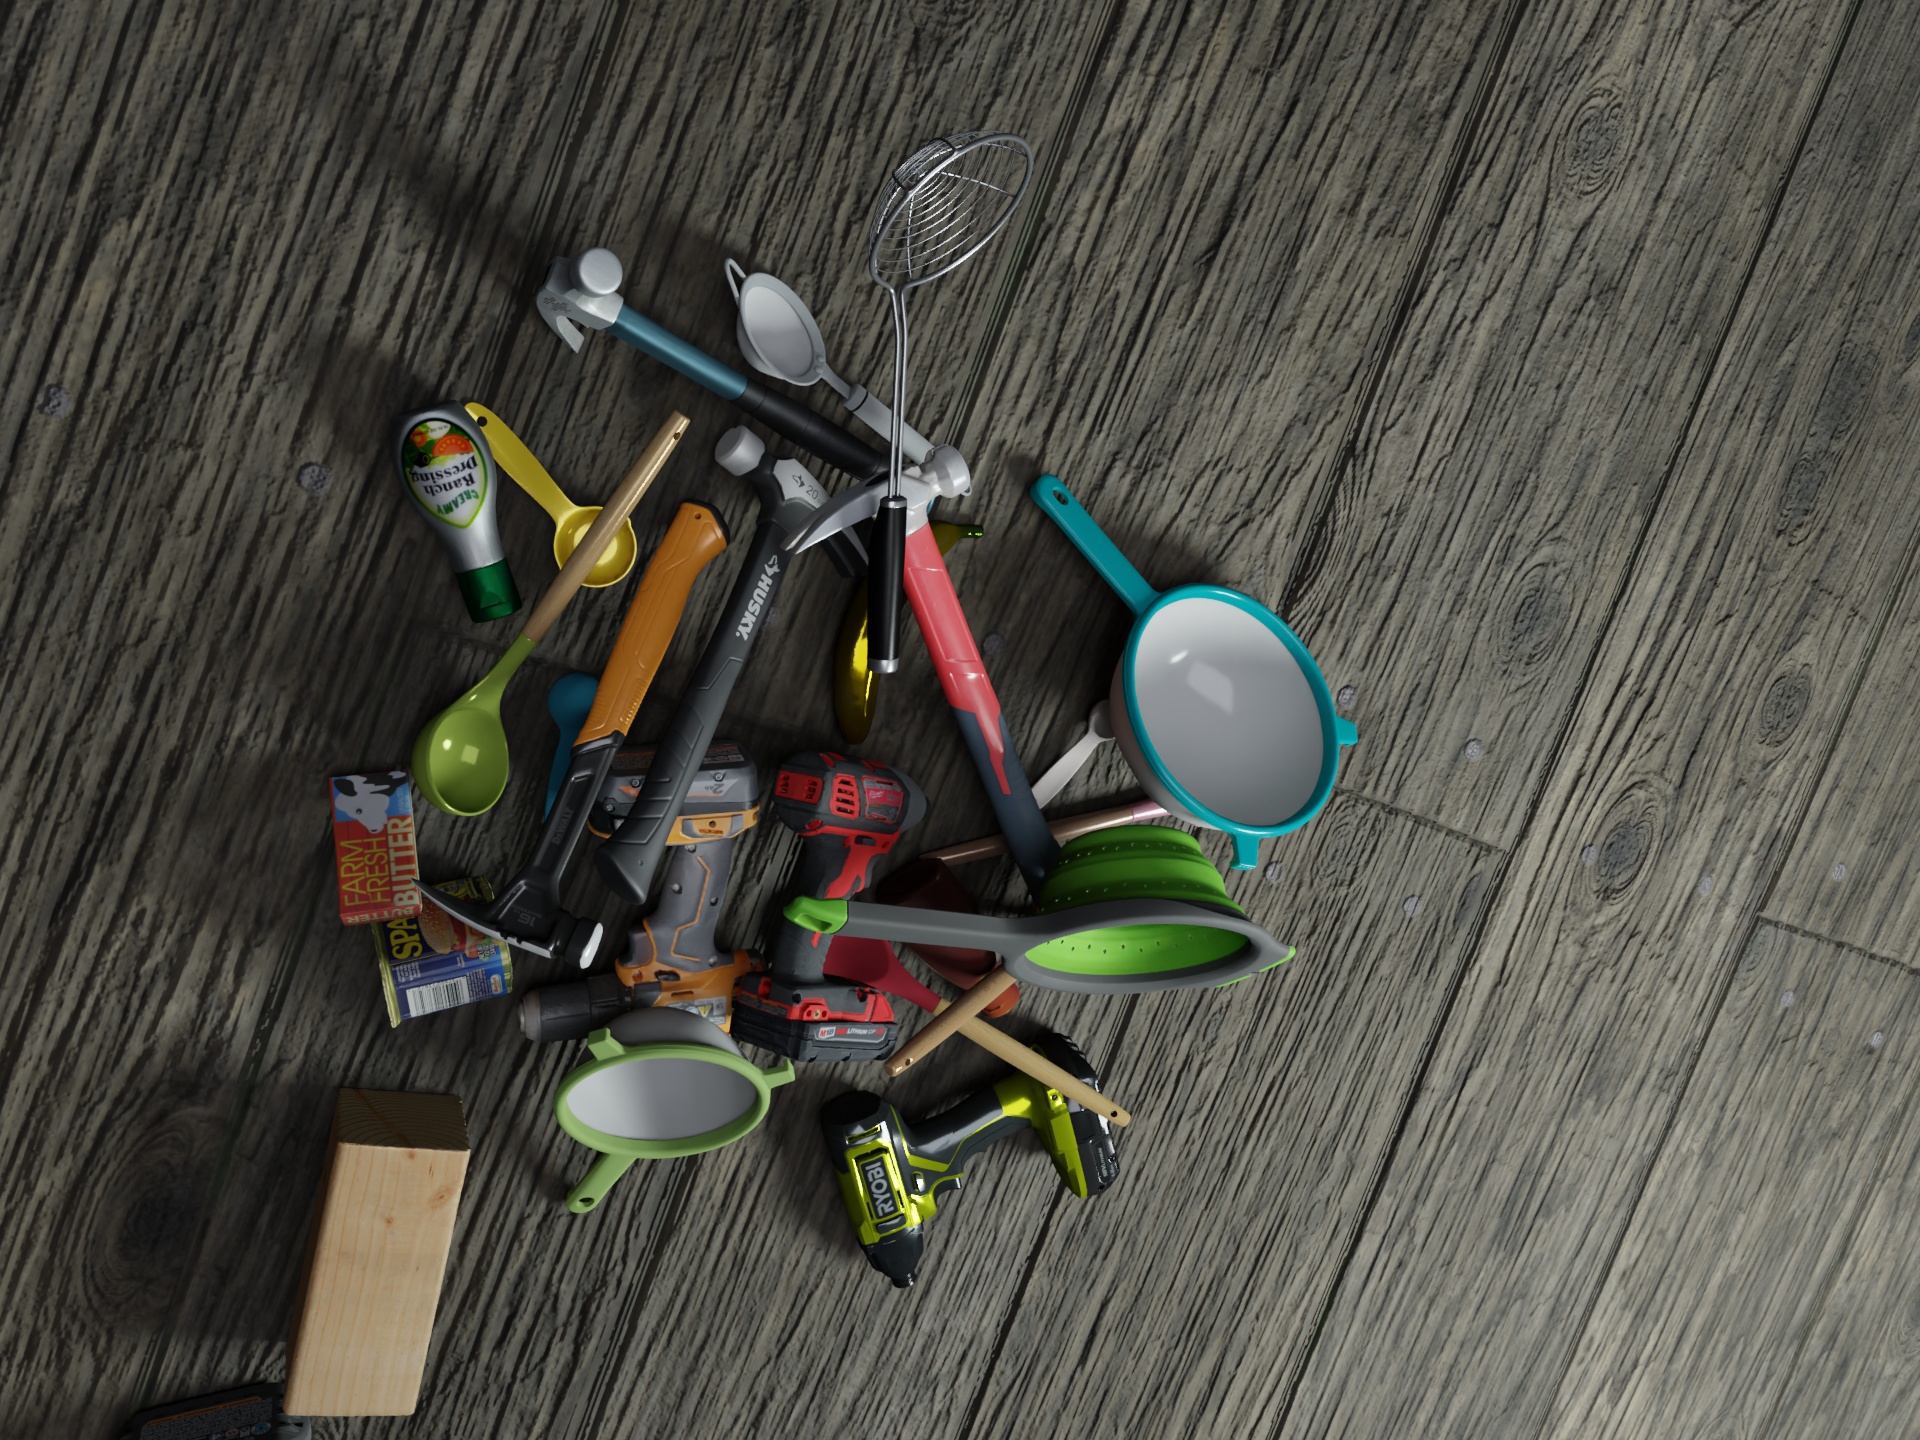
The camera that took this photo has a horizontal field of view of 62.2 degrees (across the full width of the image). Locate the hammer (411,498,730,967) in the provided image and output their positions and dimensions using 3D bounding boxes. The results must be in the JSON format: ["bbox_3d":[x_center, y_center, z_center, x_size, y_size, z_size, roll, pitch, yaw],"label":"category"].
[{"bbox_3d":[-0.248,-0.007,1.096,0.127,0.034,0.337,21,72,-1],"label":"hammer"}]

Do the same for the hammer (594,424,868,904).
[{"bbox_3d":[-0.165,-0.029,1.101,0.146,0.035,0.335,38,61,-37],"label":"hammer"}]

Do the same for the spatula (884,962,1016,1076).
[{"bbox_3d":[0.055,0.195,1.274,0.317,0.044,0.082,-33,117,-41],"label":"spatula"}]

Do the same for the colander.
[{"bbox_3d":[0.059,0.126,1.177,0.396,0.204,0.095,10,63,-26],"label":"colander"}]

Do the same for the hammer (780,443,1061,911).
[{"bbox_3d":[-0.002,-0.004,1.200,0.143,0.038,0.386,-30,117,-17],"label":"hammer"}]

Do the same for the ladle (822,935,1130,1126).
[{"bbox_3d":[0.003,0.239,1.266,0.315,0.031,0.069,32,89,-6],"label":"ladle"}]

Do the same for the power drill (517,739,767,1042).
[{"bbox_3d":[-0.234,0.136,1.171,0.185,0.084,0.226,-4,108,-18],"label":"power drill"}]

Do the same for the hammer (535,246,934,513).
[{"bbox_3d":[-0.144,-0.225,1.109,0.330,0.128,0.033,26,79,-33],"label":"hammer"}]

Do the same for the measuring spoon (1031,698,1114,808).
[{"bbox_3d":[0.089,0.030,1.305,0.124,0.018,0.034,-47,117,2],"label":"measuring spoon"}]

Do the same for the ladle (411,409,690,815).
[{"bbox_3d":[-0.274,-0.072,1.090,0.320,0.062,0.078,-54,151,7],"label":"ladle"}]

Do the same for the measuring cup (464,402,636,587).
[{"bbox_3d":[-0.289,-0.160,1.113,0.062,0.029,0.156,-41,101,-1],"label":"measuring cup"}]

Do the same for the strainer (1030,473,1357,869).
[{"bbox_3d":[0.153,-0.045,1.271,0.340,0.095,0.211,50,53,-3],"label":"strainer"}]

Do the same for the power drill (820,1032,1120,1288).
[{"bbox_3d":[0.010,0.364,1.319,0.223,0.080,0.171,-18,107,-12],"label":"power drill"}]

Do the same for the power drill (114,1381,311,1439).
[{"bbox_3d":[-0.552,0.617,1.161,0.190,0.080,0.228,-6,107,-20],"label":"power drill"}]

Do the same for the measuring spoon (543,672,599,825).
[{"bbox_3d":[-0.284,0.030,1.154,0.042,0.021,0.128,8,98,-22],"label":"measuring spoon"}]

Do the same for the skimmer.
[{"bbox_3d":[-0.018,-0.201,1.056,0.127,0.090,0.363,-21,121,-53],"label":"skimmer"}]

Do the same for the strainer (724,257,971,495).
[{"bbox_3d":[-0.085,-0.238,1.159,0.258,0.050,0.087,35,45,-29],"label":"strainer"}]

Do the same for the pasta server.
[{"bbox_3d":[0.118,0.083,1.313,0.316,0.040,0.060,-12,98,-17],"label":"pasta server"}]

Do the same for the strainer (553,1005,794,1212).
[{"bbox_3d":[-0.238,0.281,1.172,0.151,0.069,0.256,16,134,-26],"label":"strainer"}]

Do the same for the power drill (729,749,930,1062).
[{"bbox_3d":[-0.088,0.136,1.181,0.143,0.079,0.220,13,87,-51],"label":"power drill"}]
